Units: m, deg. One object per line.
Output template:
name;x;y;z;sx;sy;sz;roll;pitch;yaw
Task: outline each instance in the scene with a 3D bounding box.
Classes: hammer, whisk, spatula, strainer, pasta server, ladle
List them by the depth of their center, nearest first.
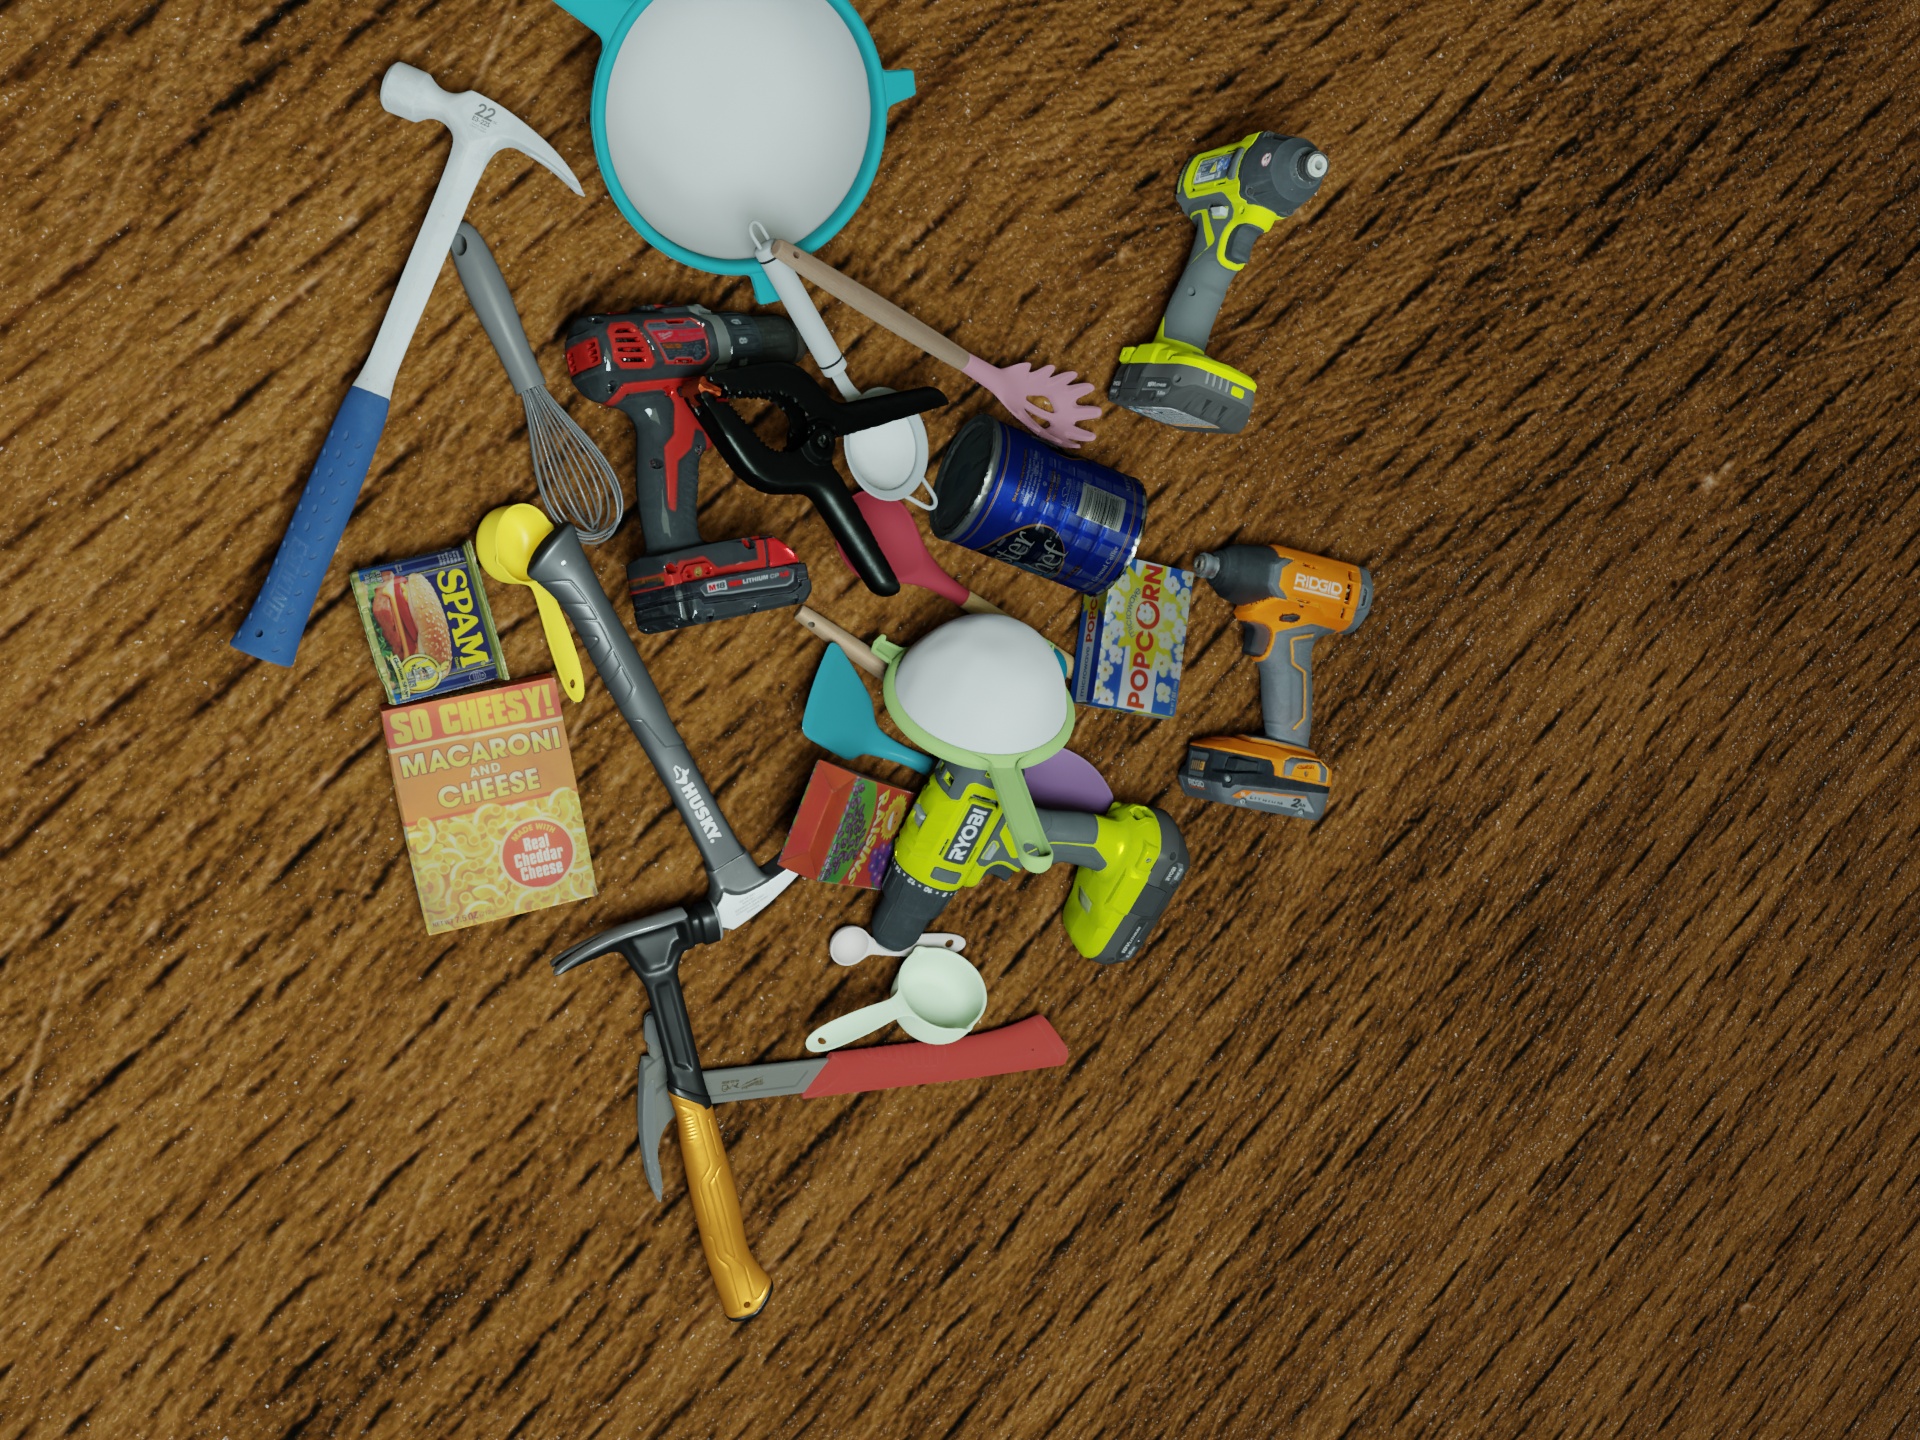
hammer;-0.387;-0.228;1.070;0.144;0.035;0.405;22;89;-4
strainer;-0.209;-0.451;1.074;0.340;0.095;0.211;28;103;-38
whisk;-0.302;-0.237;1.124;0.055;0.055;0.239;-26;103;-16
strainer;0.031;-0.001;1.168;0.151;0.257;0.069;0;131;-17
strainer;-0.091;-0.258;1.180;0.087;0.050;0.258;-55;132;-30
hammer;-0.221;0.006;1.183;0.146;0.035;0.334;-31;114;-15
pasta server;-0.012;-0.283;1.196;0.316;0.040;0.060;22;78;-41
hammer;-0.209;0.310;1.213;0.127;0.034;0.336;-17;104;-19
spatula;-0.002;-0.004;1.288;0.315;0.018;0.059;33;114;-20
ladle;0.024;-0.087;1.289;0.315;0.031;0.069;32;82;-25
spatula;0.001;0.049;1.290;0.317;0.044;0.082;30;59;-25
hammer;-0.082;0.295;1.299;0.359;0.037;0.149;-2;99;-21

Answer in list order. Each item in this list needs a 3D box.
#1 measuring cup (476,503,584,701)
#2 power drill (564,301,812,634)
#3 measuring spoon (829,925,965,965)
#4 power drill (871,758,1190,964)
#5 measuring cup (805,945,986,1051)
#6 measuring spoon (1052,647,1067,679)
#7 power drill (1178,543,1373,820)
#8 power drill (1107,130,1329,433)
measuring cup;-0.309;-0.083;1.154;0.062;0.029;0.156;-48;133;-48
power drill;-0.174;-0.188;1.145;0.188;0.080;0.226;-16;97;-41
measuring spoon;-0.053;0.182;1.308;0.124;0.018;0.034;4;108;-29
power drill;0.051;0.121;1.281;0.228;0.080;0.190;17;112;-27
measuring cup;-0.056;0.237;1.268;0.167;0.038;0.083;-17;60;-34
measuring spoon;0.070;0.002;1.312;0.042;0.021;0.128;-7;111;-17
power drill;0.257;-0.038;1.363;0.164;0.084;0.226;11;90;-22
power drill;0.205;-0.344;1.247;0.080;0.171;0.223;16;95;-23
